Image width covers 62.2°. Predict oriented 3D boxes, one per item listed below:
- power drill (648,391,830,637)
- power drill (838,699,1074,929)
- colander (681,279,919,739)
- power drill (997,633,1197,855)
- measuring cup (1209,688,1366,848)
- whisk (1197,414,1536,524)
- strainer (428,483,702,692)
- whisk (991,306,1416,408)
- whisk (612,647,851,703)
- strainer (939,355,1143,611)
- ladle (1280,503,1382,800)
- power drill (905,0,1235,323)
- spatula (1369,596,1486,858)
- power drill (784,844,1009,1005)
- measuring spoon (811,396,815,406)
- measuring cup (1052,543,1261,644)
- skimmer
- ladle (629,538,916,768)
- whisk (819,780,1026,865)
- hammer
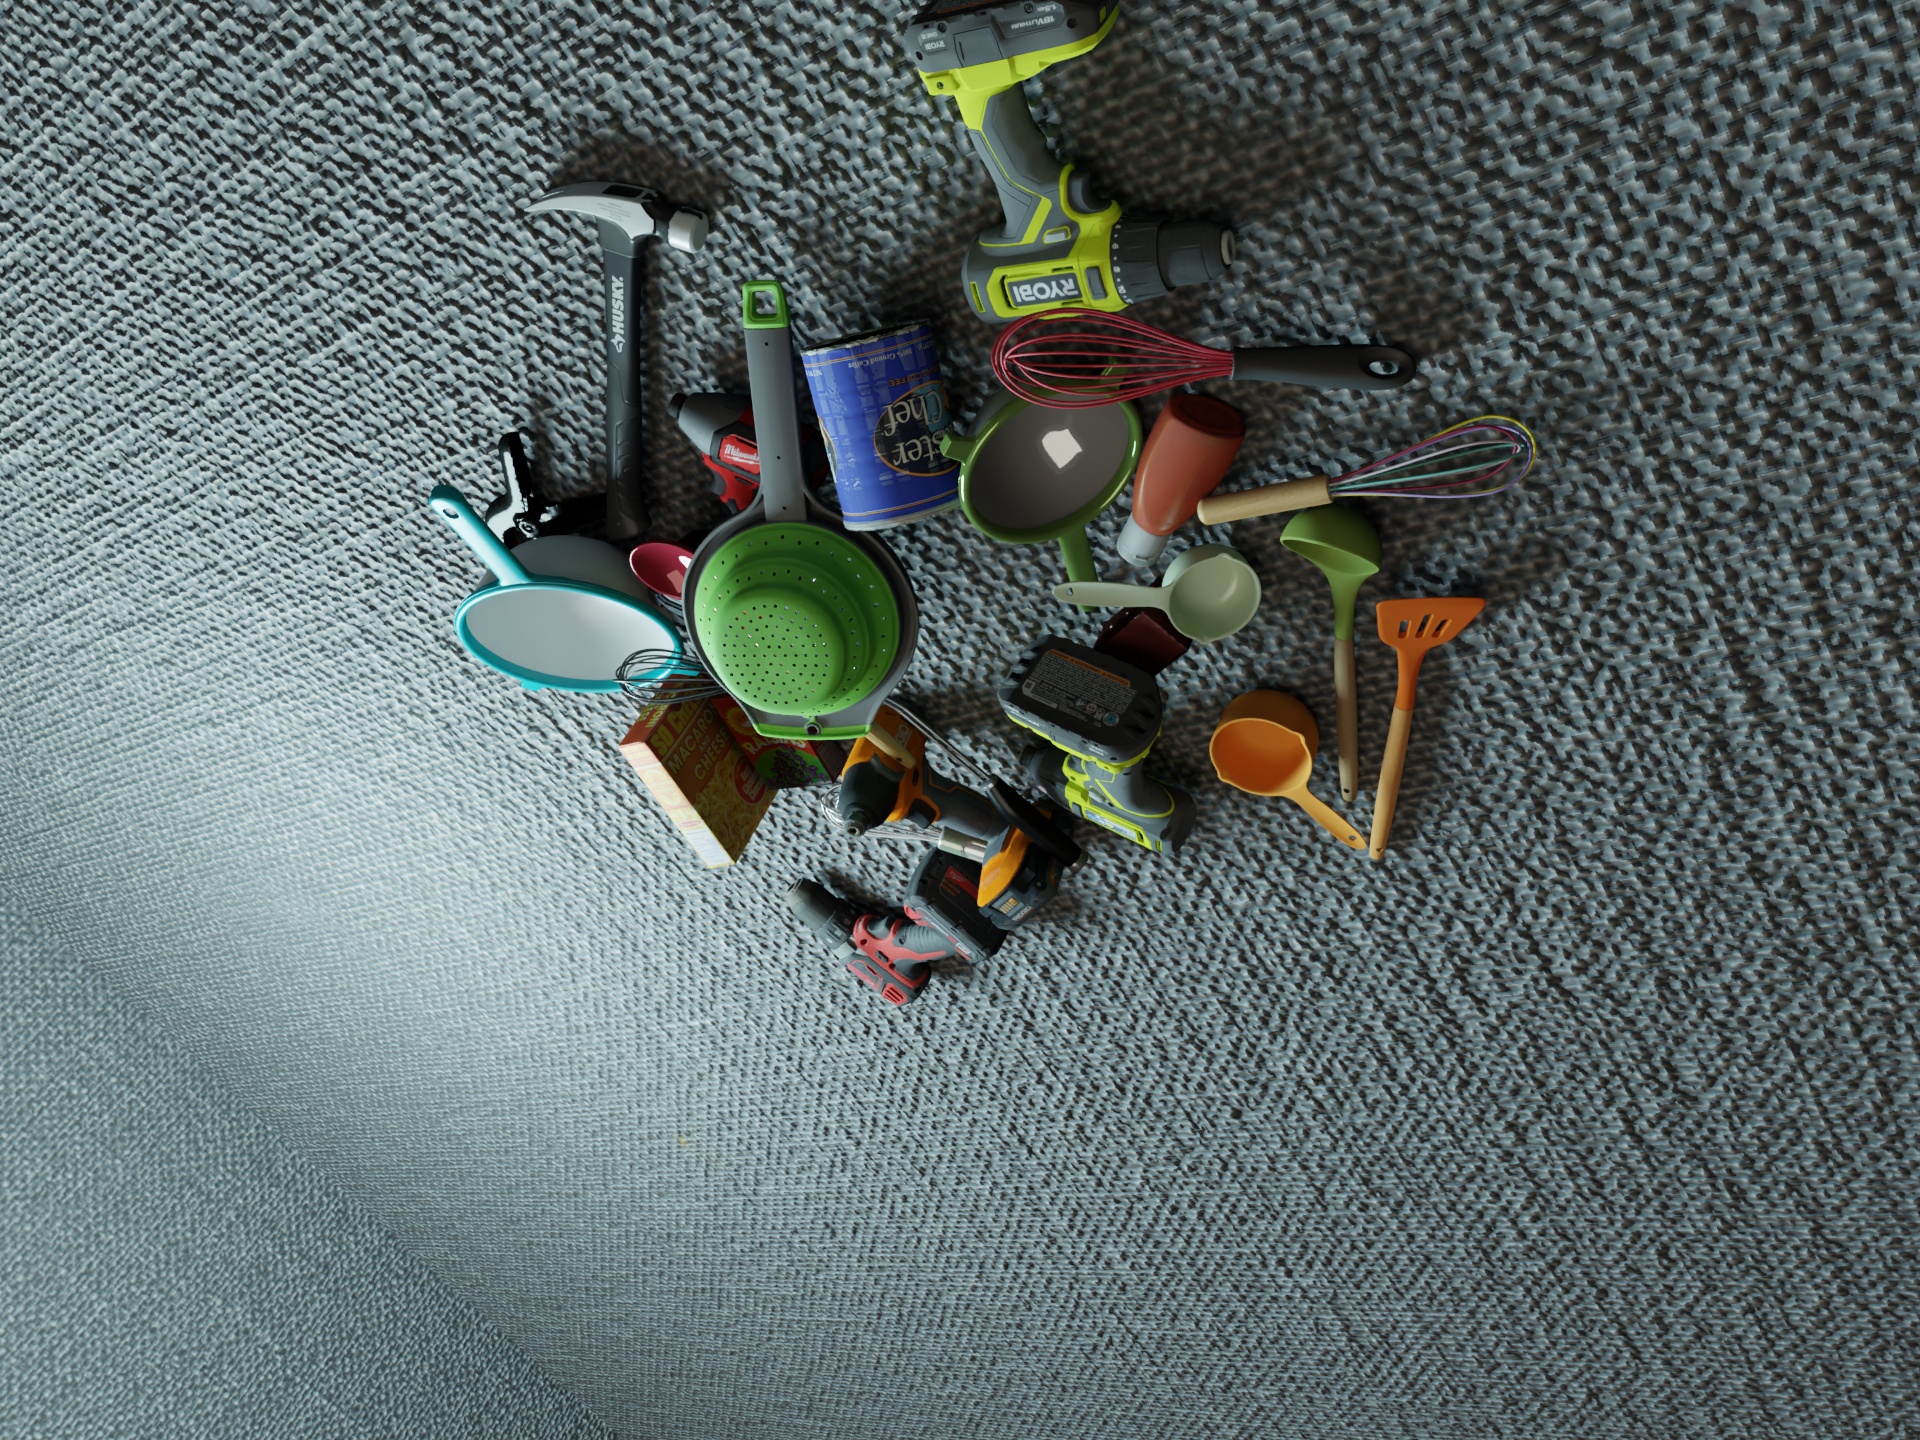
[{"bbox_3d":[-0.200,-0.184,1.388,0.143,0.079,0.219,25,134,2],"label":"power drill"},{"bbox_3d":[-0.012,0.097,1.492,0.226,0.164,0.084,36,128,-11],"label":"power drill"},{"bbox_3d":[-0.146,-0.146,1.279,0.204,0.094,0.396,0,115,9],"label":"colander"},{"bbox_3d":[0.112,0.025,1.382,0.171,0.080,0.223,25,159,24],"label":"power drill"},{"bbox_3d":[0.292,0.042,1.367,0.173,0.052,0.095,40,136,-15],"label":"measuring cup"},{"bbox_3d":[0.289,-0.177,1.152,0.245,0.051,0.047,-8,122,28],"label":"whisk"},{"bbox_3d":[-0.380,-0.141,1.452,0.211,0.095,0.340,-5,152,14],"label":"strainer"},{"bbox_3d":[0.169,-0.249,1.107,0.296,0.073,0.073,2,134,0],"label":"whisk"},{"bbox_3d":[-0.206,-0.037,1.497,0.239,0.055,0.055,3,137,-11],"label":"whisk"},{"bbox_3d":[0.072,-0.184,1.260,0.151,0.069,0.256,-26,144,-2],"label":"strainer"},{"bbox_3d":[0.304,-0.041,1.280,0.078,0.062,0.319,19,141,32],"label":"ladle"},{"bbox_3d":[0.072,-0.378,1.064,0.190,0.080,0.228,0,133,27],"label":"power drill"},{"bbox_3d":[0.363,0.011,1.307,0.081,0.041,0.322,-1,134,4],"label":"spatula"},{"bbox_3d":[-0.070,0.210,1.695,0.187,0.080,0.226,41,139,-13],"label":"power drill"},{"bbox_3d":[-0.068,-0.251,1.296,0.124,0.018,0.034,10,134,19],"label":"measuring spoon"},{"bbox_3d":[0.153,-0.106,1.263,0.167,0.038,0.083,2,123,-8],"label":"measuring cup"},{"bbox_3d":[-0.002,-0.005,1.444,0.363,0.090,0.127,41,156,-16],"label":"skimmer"},{"bbox_3d":[-0.158,-0.057,1.407,0.315,0.031,0.069,40,137,-16],"label":"ladle"},{"bbox_3d":[-0.026,0.115,1.604,0.246,0.059,0.057,18,109,5],"label":"whisk"},{"bbox_3d":[-0.290,-0.293,1.347,0.146,0.035,0.334,19,133,9],"label":"hammer"}]
